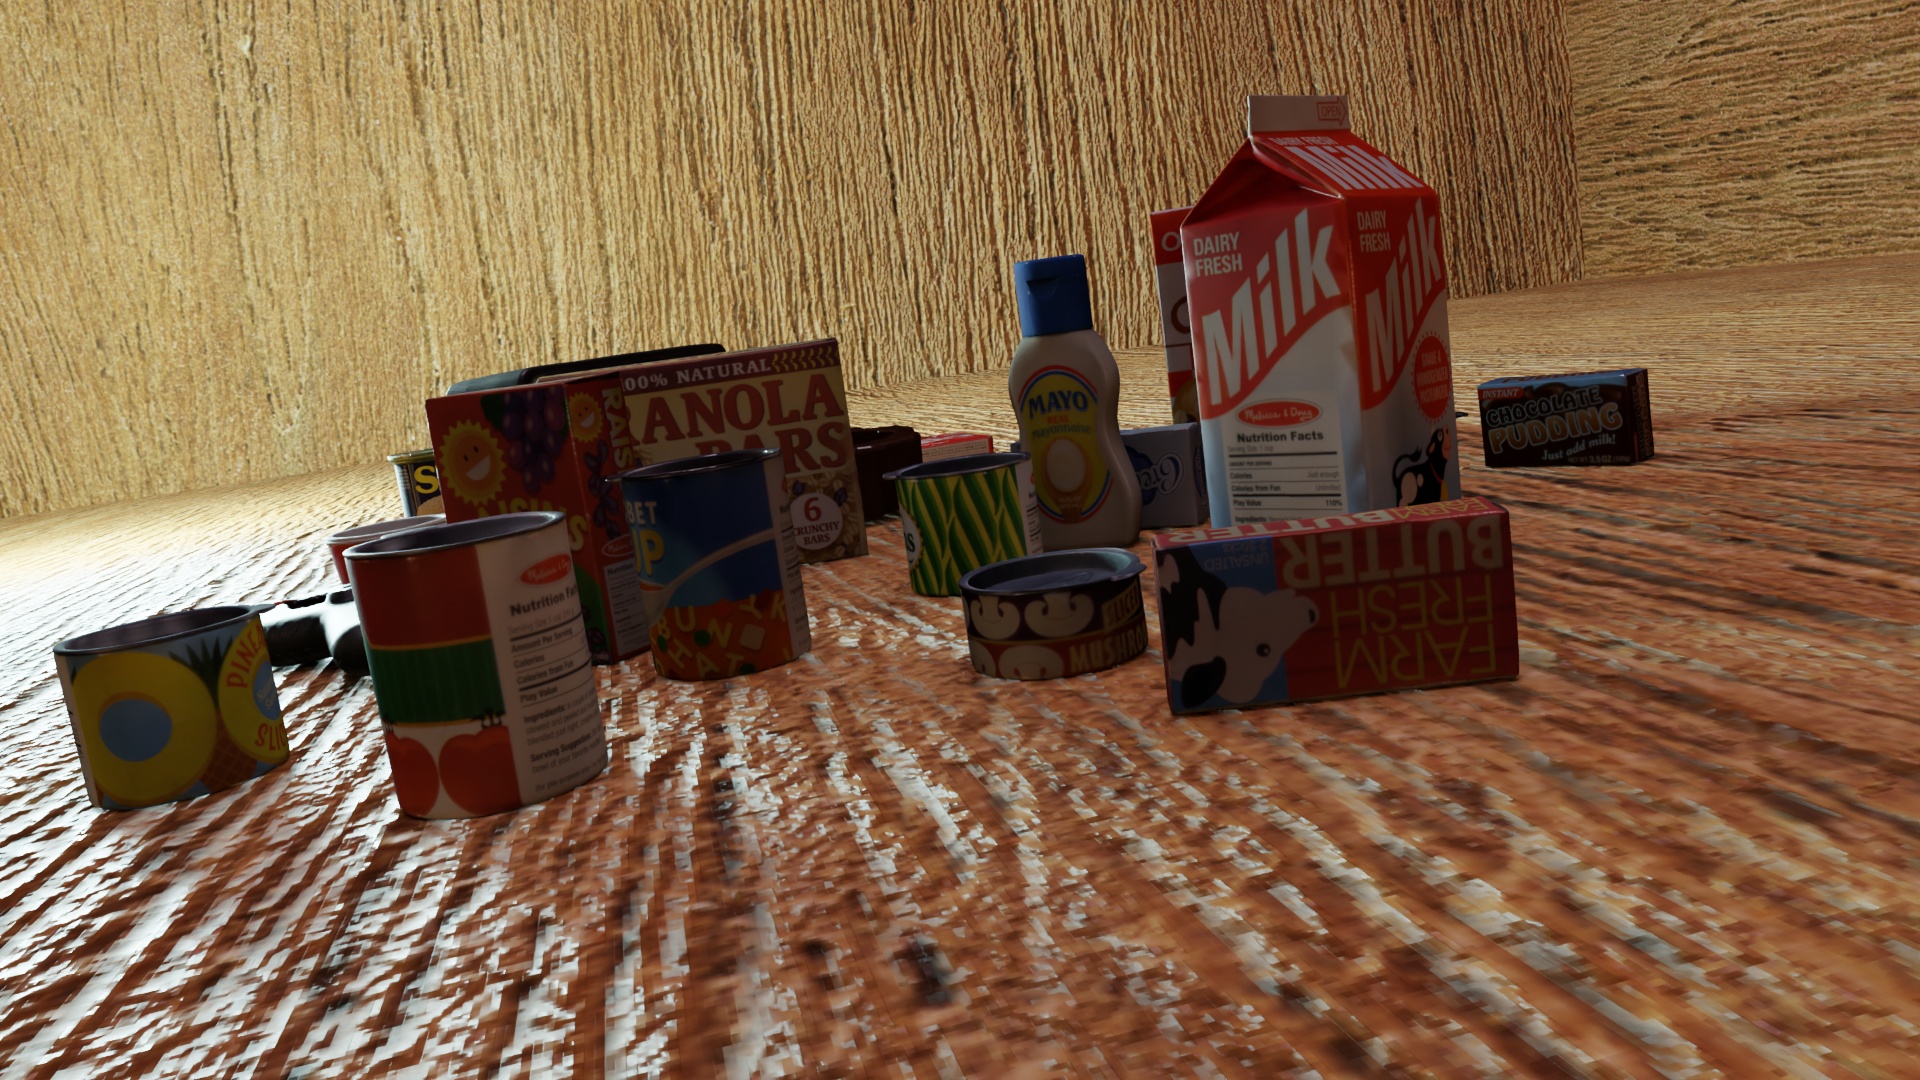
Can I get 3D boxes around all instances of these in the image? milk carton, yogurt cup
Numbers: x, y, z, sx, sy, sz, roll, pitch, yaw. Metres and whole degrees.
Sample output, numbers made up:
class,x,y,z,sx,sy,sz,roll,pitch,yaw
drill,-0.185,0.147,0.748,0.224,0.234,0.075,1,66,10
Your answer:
class,x,y,z,sx,sy,sz,roll,pitch,yaw
milk carton,0.139,-0.074,0.534,0.073,0.190,0.072,1,13,45
yogurt cup,-0.320,0.017,0.790,0.072,0.054,0.072,-8,9,1

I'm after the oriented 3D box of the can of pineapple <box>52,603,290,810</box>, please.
class,x,y,z,sx,sy,sz,roll,pitch,yaw
can of pineapple,-0.280,0.058,0.500,0.071,0.057,0.071,-8,9,1

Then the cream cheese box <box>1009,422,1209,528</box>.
class,x,y,z,sx,sy,sz,roll,pitch,yaw
cream cheese box,0.081,-0.033,0.755,0.104,0.053,0.024,-3,10,26

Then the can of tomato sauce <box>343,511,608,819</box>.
class,x,y,z,sx,sy,sz,roll,pitch,yaw
can of tomato sauce,-0.153,0.037,0.440,0.071,0.083,0.071,-8,9,1

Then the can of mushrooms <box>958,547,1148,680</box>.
class,x,y,z,sx,sy,sz,roll,pitch,yaw
can of mushrooms,0.036,0.026,0.503,0.071,0.033,0.071,-8,9,1

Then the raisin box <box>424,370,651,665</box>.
class,x,y,z,sx,sy,sz,roll,pitch,yaw
raisin box,-0.184,-0.009,0.618,0.086,0.123,0.040,-3,10,28

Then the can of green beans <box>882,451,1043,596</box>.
class,x,y,z,sx,sy,sz,roll,pitch,yaw
can of green beans,0.005,-0.009,0.661,0.071,0.057,0.071,-8,9,1

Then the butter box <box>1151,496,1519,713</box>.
class,x,y,z,sx,sy,sz,roll,pitch,yaw
butter box,0.111,0.020,0.417,0.103,0.053,0.024,-7,9,5

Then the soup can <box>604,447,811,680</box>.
class,x,y,z,sx,sy,sz,roll,pitch,yaw
soup can,-0.102,0.009,0.567,0.071,0.083,0.071,-8,9,1

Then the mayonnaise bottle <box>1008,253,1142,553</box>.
class,x,y,z,sx,sy,sz,roll,pitch,yaw
mayonnaise bottle,0.053,-0.069,0.705,0.065,0.147,0.041,-5,9,19

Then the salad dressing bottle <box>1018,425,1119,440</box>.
class,x,y,z,sx,sy,sz,roll,pitch,yaw
salad dressing bottle,0.065,-0.099,0.878,0.064,0.147,0.044,-7,9,5

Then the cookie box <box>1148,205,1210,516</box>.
class,x,y,z,sx,sy,sz,roll,pitch,yaw
cookie box,0.173,-0.102,0.745,0.123,0.167,0.040,-5,9,18

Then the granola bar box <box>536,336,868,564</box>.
class,x,y,z,sx,sy,sz,roll,pitch,yaw
granola bar box,-0.142,-0.041,0.778,0.166,0.124,0.039,-9,9,-8

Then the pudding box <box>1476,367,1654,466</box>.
class,x,y,z,sx,sy,sz,roll,pitch,yaw
pudding box,0.331,-0.067,0.762,0.030,0.049,0.083,-16,12,-41
